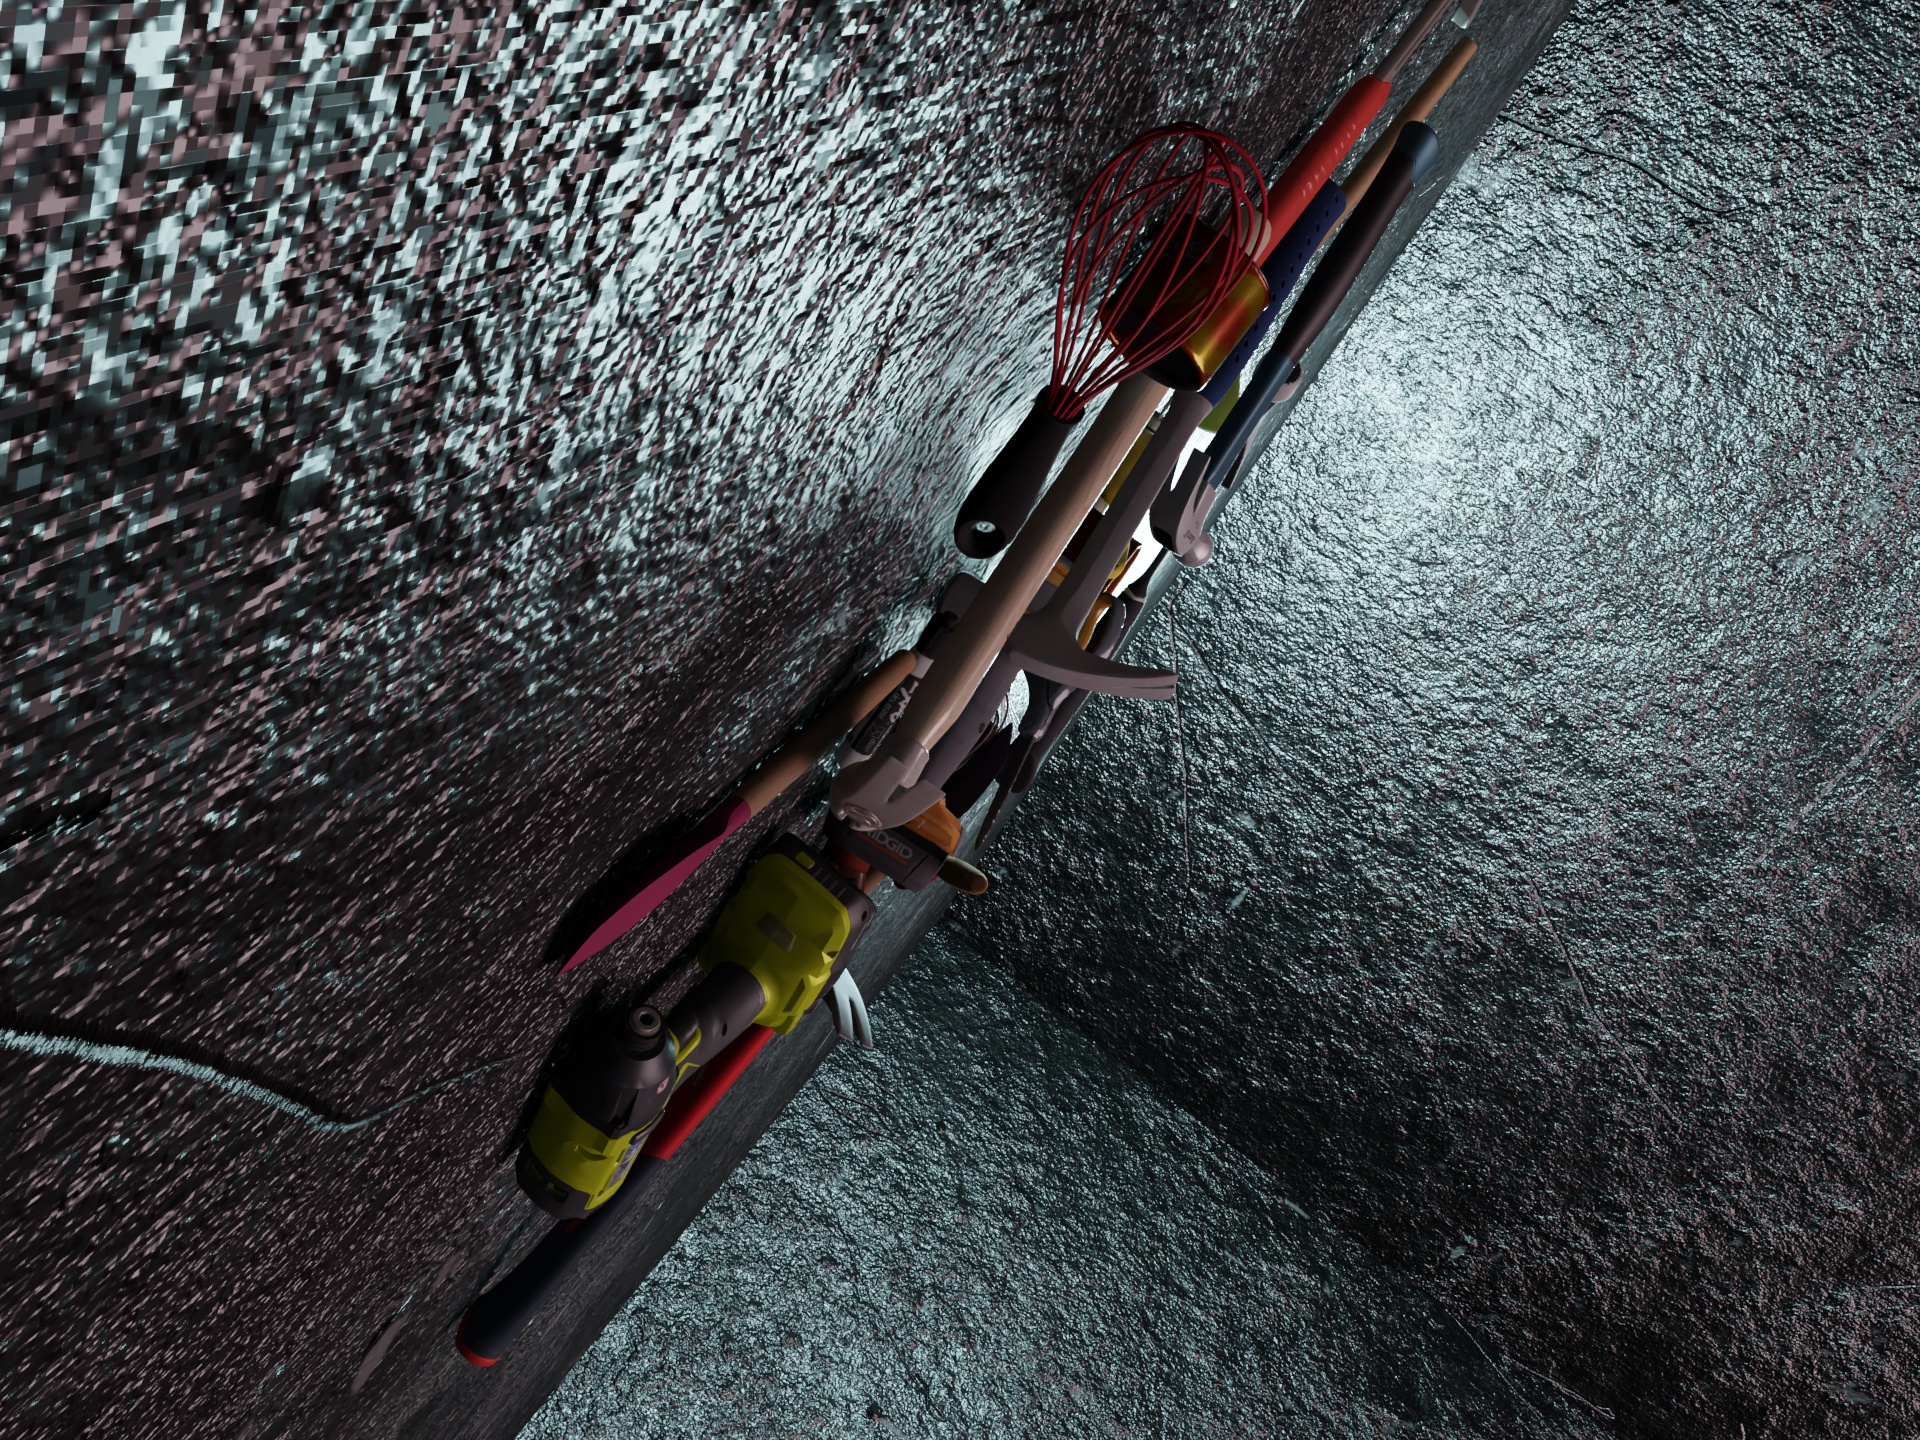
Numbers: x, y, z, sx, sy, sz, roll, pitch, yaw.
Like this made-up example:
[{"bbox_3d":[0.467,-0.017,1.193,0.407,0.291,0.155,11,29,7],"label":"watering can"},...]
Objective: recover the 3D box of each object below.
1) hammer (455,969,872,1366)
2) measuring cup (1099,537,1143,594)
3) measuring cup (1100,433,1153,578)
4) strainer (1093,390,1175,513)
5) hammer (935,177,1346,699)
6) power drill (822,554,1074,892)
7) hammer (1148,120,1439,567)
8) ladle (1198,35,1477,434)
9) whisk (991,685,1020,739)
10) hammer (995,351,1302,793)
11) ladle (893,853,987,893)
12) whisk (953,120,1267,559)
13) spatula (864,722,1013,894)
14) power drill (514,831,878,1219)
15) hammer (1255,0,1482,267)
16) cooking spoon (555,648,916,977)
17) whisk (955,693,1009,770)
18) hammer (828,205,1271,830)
[{"bbox_3d":[-0.210,0.304,1.081,0.386,0.143,0.038,-50,130,7],"label":"hammer"},{"bbox_3d":[0.083,-0.102,1.267,0.174,0.052,0.095,-44,169,-47],"label":"measuring cup"},{"bbox_3d":[0.124,-0.147,1.171,0.062,0.029,0.156,-18,148,-12],"label":"measuring cup"},{"bbox_3d":[0.147,-0.221,1.144,0.258,0.050,0.087,-53,-177,30],"label":"strainer"},{"bbox_3d":[0.146,-0.189,0.990,0.406,0.144,0.035,-58,170,-21],"label":"hammer"},{"bbox_3d":[-0.002,-0.003,1.051,0.226,0.084,0.185,-58,-177,-5],"label":"power drill"},{"bbox_3d":[0.231,-0.263,1.104,0.331,0.033,0.128,-58,158,3],"label":"hammer"},{"bbox_3d":[0.268,-0.345,1.150,0.320,0.062,0.078,-51,-166,15],"label":"ladle"},{"bbox_3d":[0.029,-0.016,1.354,0.070,0.070,0.284,-51,169,-19],"label":"whisk"},{"bbox_3d":[0.140,-0.108,1.224,0.409,0.036,0.149,-55,175,-24],"label":"hammer"},{"bbox_3d":[-0.009,0.100,1.091,0.069,0.031,0.315,-50,-175,-6],"label":"ladle"},{"bbox_3d":[0.052,-0.153,0.710,0.073,0.073,0.295,-50,178,-32],"label":"whisk"},{"bbox_3d":[-0.051,0.101,1.185,0.315,0.018,0.060,-45,-158,41],"label":"spatula"},{"bbox_3d":[-0.147,0.166,0.906,0.223,0.080,0.171,-42,168,-48],"label":"power drill"},{"bbox_3d":[0.242,-0.374,1.008,0.359,0.037,0.149,-53,174,-10],"label":"hammer"},{"bbox_3d":[-0.097,0.031,0.786,0.068,0.017,0.319,-46,179,36],"label":"cooking spoon"},{"bbox_3d":[-0.044,0.061,1.244,0.239,0.055,0.055,-51,175,15],"label":"whisk"},{"bbox_3d":[0.061,-0.119,0.853,0.411,0.038,0.146,-57,-172,-14],"label":"hammer"}]
